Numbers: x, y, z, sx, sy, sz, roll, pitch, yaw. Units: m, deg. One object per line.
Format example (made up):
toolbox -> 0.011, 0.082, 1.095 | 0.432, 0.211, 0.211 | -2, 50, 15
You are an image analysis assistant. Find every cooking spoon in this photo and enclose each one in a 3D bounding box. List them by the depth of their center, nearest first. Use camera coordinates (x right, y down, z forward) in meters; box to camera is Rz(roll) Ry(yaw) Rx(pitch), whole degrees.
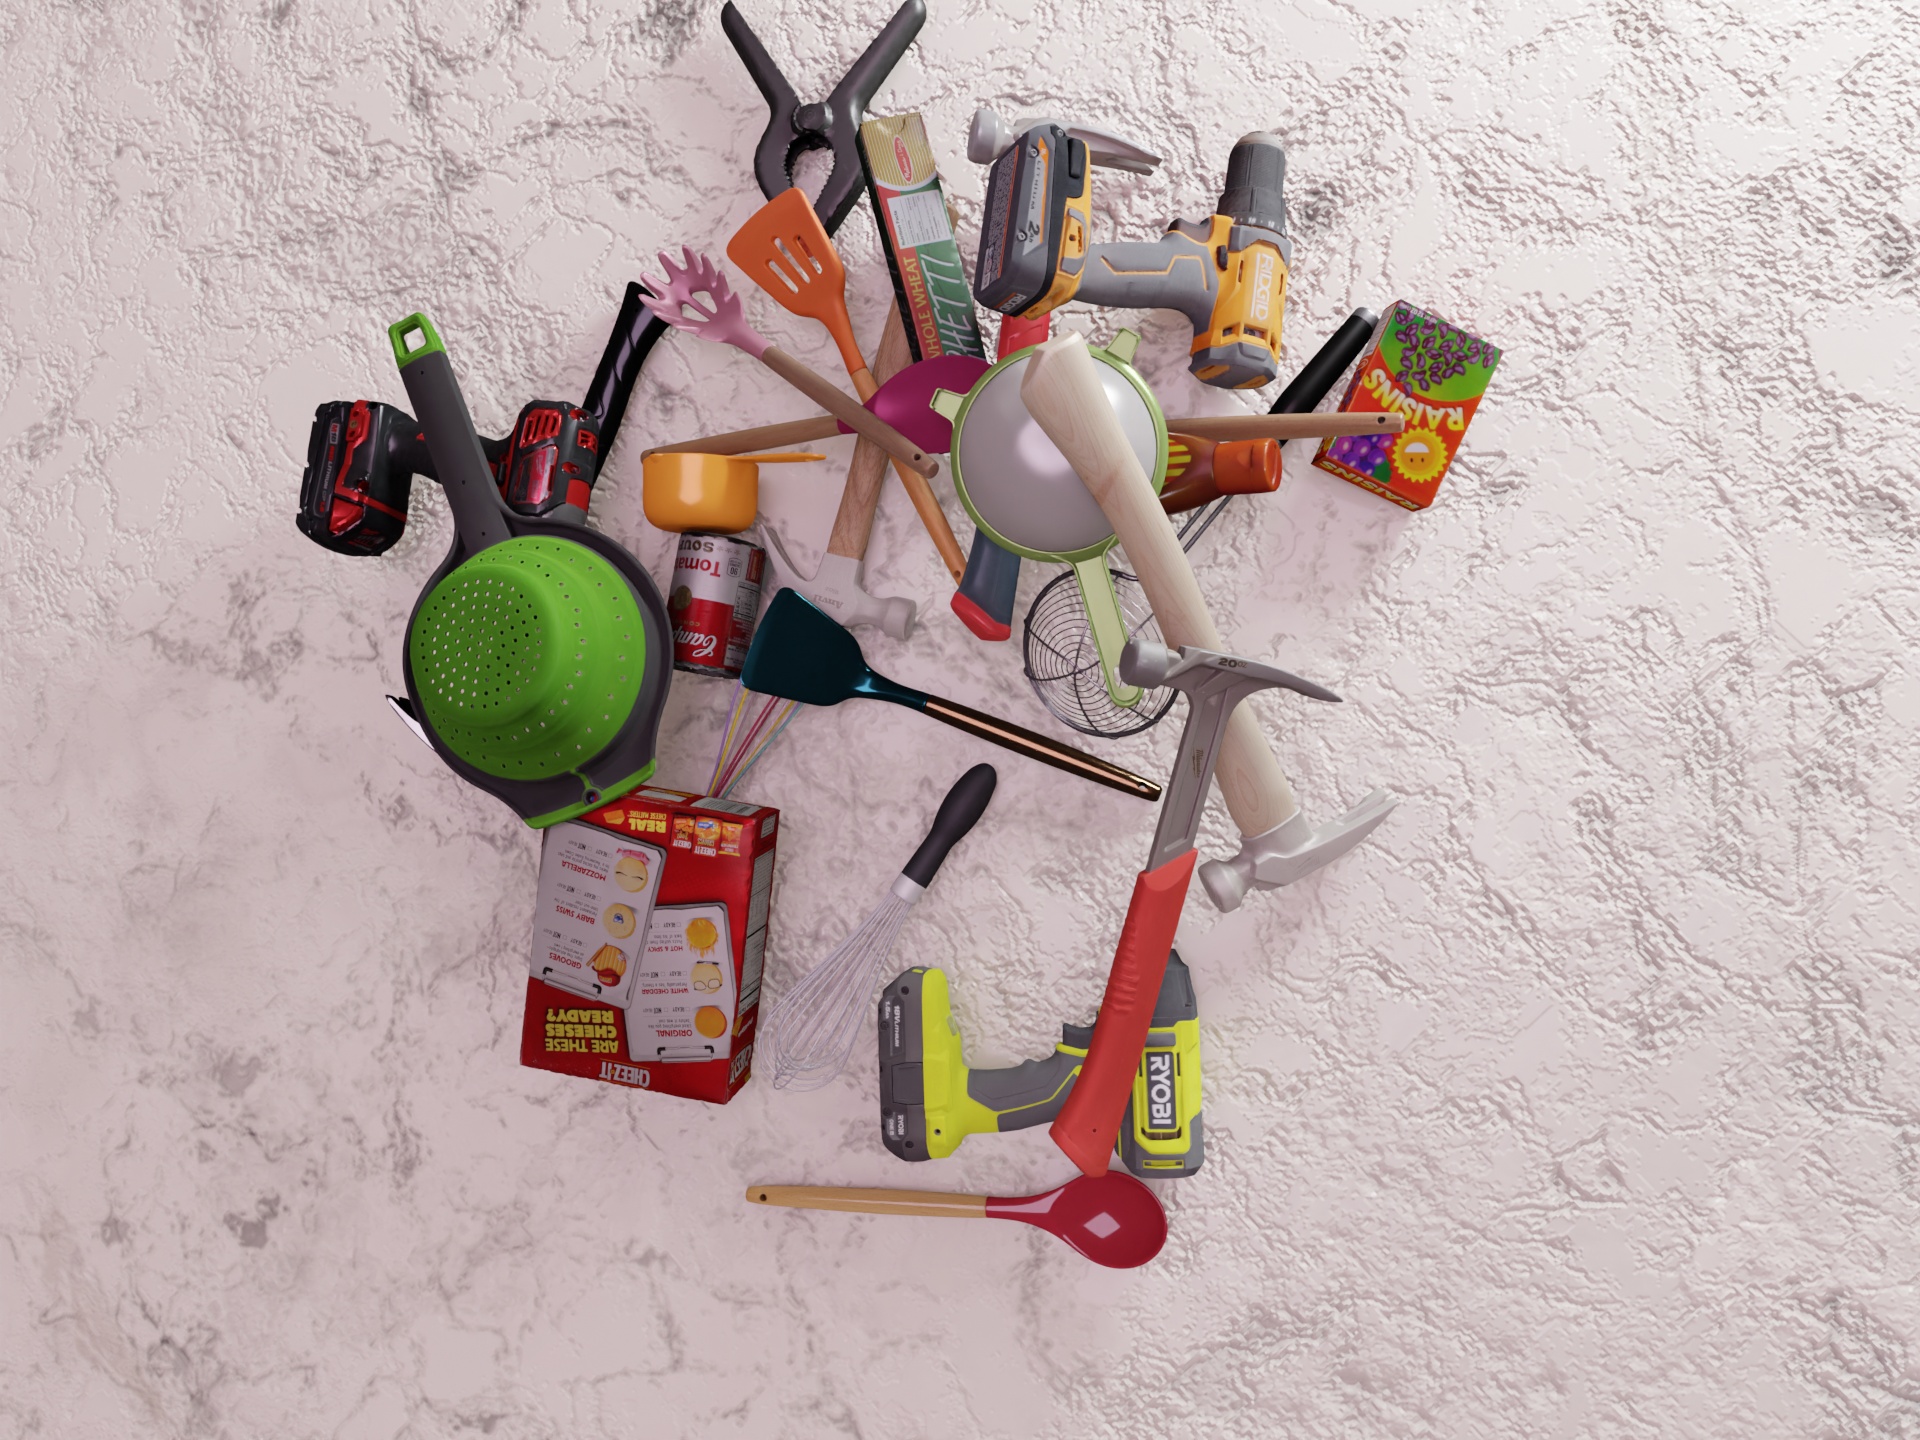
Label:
cooking spoon -> -0.109, -0.216, 1.179 | 0.319, 0.017, 0.069 | -4, 88, 28

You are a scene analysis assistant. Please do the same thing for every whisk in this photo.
whisk -> -0.057, 0.151, 1.173 | 0.070, 0.070, 0.284 | 33, 87, 11
whisk -> -0.176, 0.046, 1.209 | 0.051, 0.047, 0.245 | 30, 96, 10

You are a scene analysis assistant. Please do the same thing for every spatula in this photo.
spatula -> 0.157, -0.205, 1.138 | 0.316, 0.018, 0.060 | 2, 84, 27
spatula -> -0.002, -0.004, 1.168 | 0.317, 0.044, 0.082 | 21, 78, 7
spatula -> -0.070, -0.236, 1.176 | 0.081, 0.041, 0.323 | -31, 82, 29

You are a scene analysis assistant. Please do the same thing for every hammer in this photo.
hammer -> 0.157, -0.069, 1.054 | 0.146, 0.038, 0.410 | -28, 110, -2
hammer -> 0.136, 0.131, 1.054 | 0.149, 0.037, 0.359 | 12, 97, -15
hammer -> 0.057, -0.247, 1.154 | 0.143, 0.038, 0.386 | 8, 83, -9
hammer -> -0.061, -0.235, 1.212 | 0.130, 0.031, 0.331 | 14, 88, 11
hammer -> -0.322, -0.151, 1.254 | 0.149, 0.036, 0.409 | 21, 89, 13

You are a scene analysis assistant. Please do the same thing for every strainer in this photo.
strainer -> 0.076, -0.130, 1.066 | 0.151, 0.069, 0.256 | -16, 92, 12

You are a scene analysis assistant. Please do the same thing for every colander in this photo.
colander -> -0.343, -0.121, 1.118 | 0.204, 0.094, 0.397 | -25, 81, 8

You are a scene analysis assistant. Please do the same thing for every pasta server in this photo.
pasta server -> -0.127, -0.260, 1.164 | 0.316, 0.040, 0.060 | 39, 88, 30

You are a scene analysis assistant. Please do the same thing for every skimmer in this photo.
skimmer -> 0.184, -0.148, 1.160 | 0.127, 0.090, 0.363 | 38, 83, 14

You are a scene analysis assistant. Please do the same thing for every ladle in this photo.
ladle -> -0.006, 0.355, 1.158 | 0.315, 0.031, 0.069 | 0, 88, 13

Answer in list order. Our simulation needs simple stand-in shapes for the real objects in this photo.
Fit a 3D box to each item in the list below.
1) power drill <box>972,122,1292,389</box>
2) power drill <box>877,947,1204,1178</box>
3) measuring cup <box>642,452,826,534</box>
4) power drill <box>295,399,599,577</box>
power drill -> 0.133, -0.348, 1.121 | 0.226, 0.084, 0.185 | 10, 83, -21
power drill -> 0.058, 0.235, 1.132 | 0.223, 0.080, 0.171 | -2, 86, 7
measuring cup -> -0.164, -0.168, 1.177 | 0.174, 0.095, 0.052 | 2, 89, 39
power drill -> -0.387, -0.174, 1.219 | 0.220, 0.078, 0.143 | 5, 83, 15
